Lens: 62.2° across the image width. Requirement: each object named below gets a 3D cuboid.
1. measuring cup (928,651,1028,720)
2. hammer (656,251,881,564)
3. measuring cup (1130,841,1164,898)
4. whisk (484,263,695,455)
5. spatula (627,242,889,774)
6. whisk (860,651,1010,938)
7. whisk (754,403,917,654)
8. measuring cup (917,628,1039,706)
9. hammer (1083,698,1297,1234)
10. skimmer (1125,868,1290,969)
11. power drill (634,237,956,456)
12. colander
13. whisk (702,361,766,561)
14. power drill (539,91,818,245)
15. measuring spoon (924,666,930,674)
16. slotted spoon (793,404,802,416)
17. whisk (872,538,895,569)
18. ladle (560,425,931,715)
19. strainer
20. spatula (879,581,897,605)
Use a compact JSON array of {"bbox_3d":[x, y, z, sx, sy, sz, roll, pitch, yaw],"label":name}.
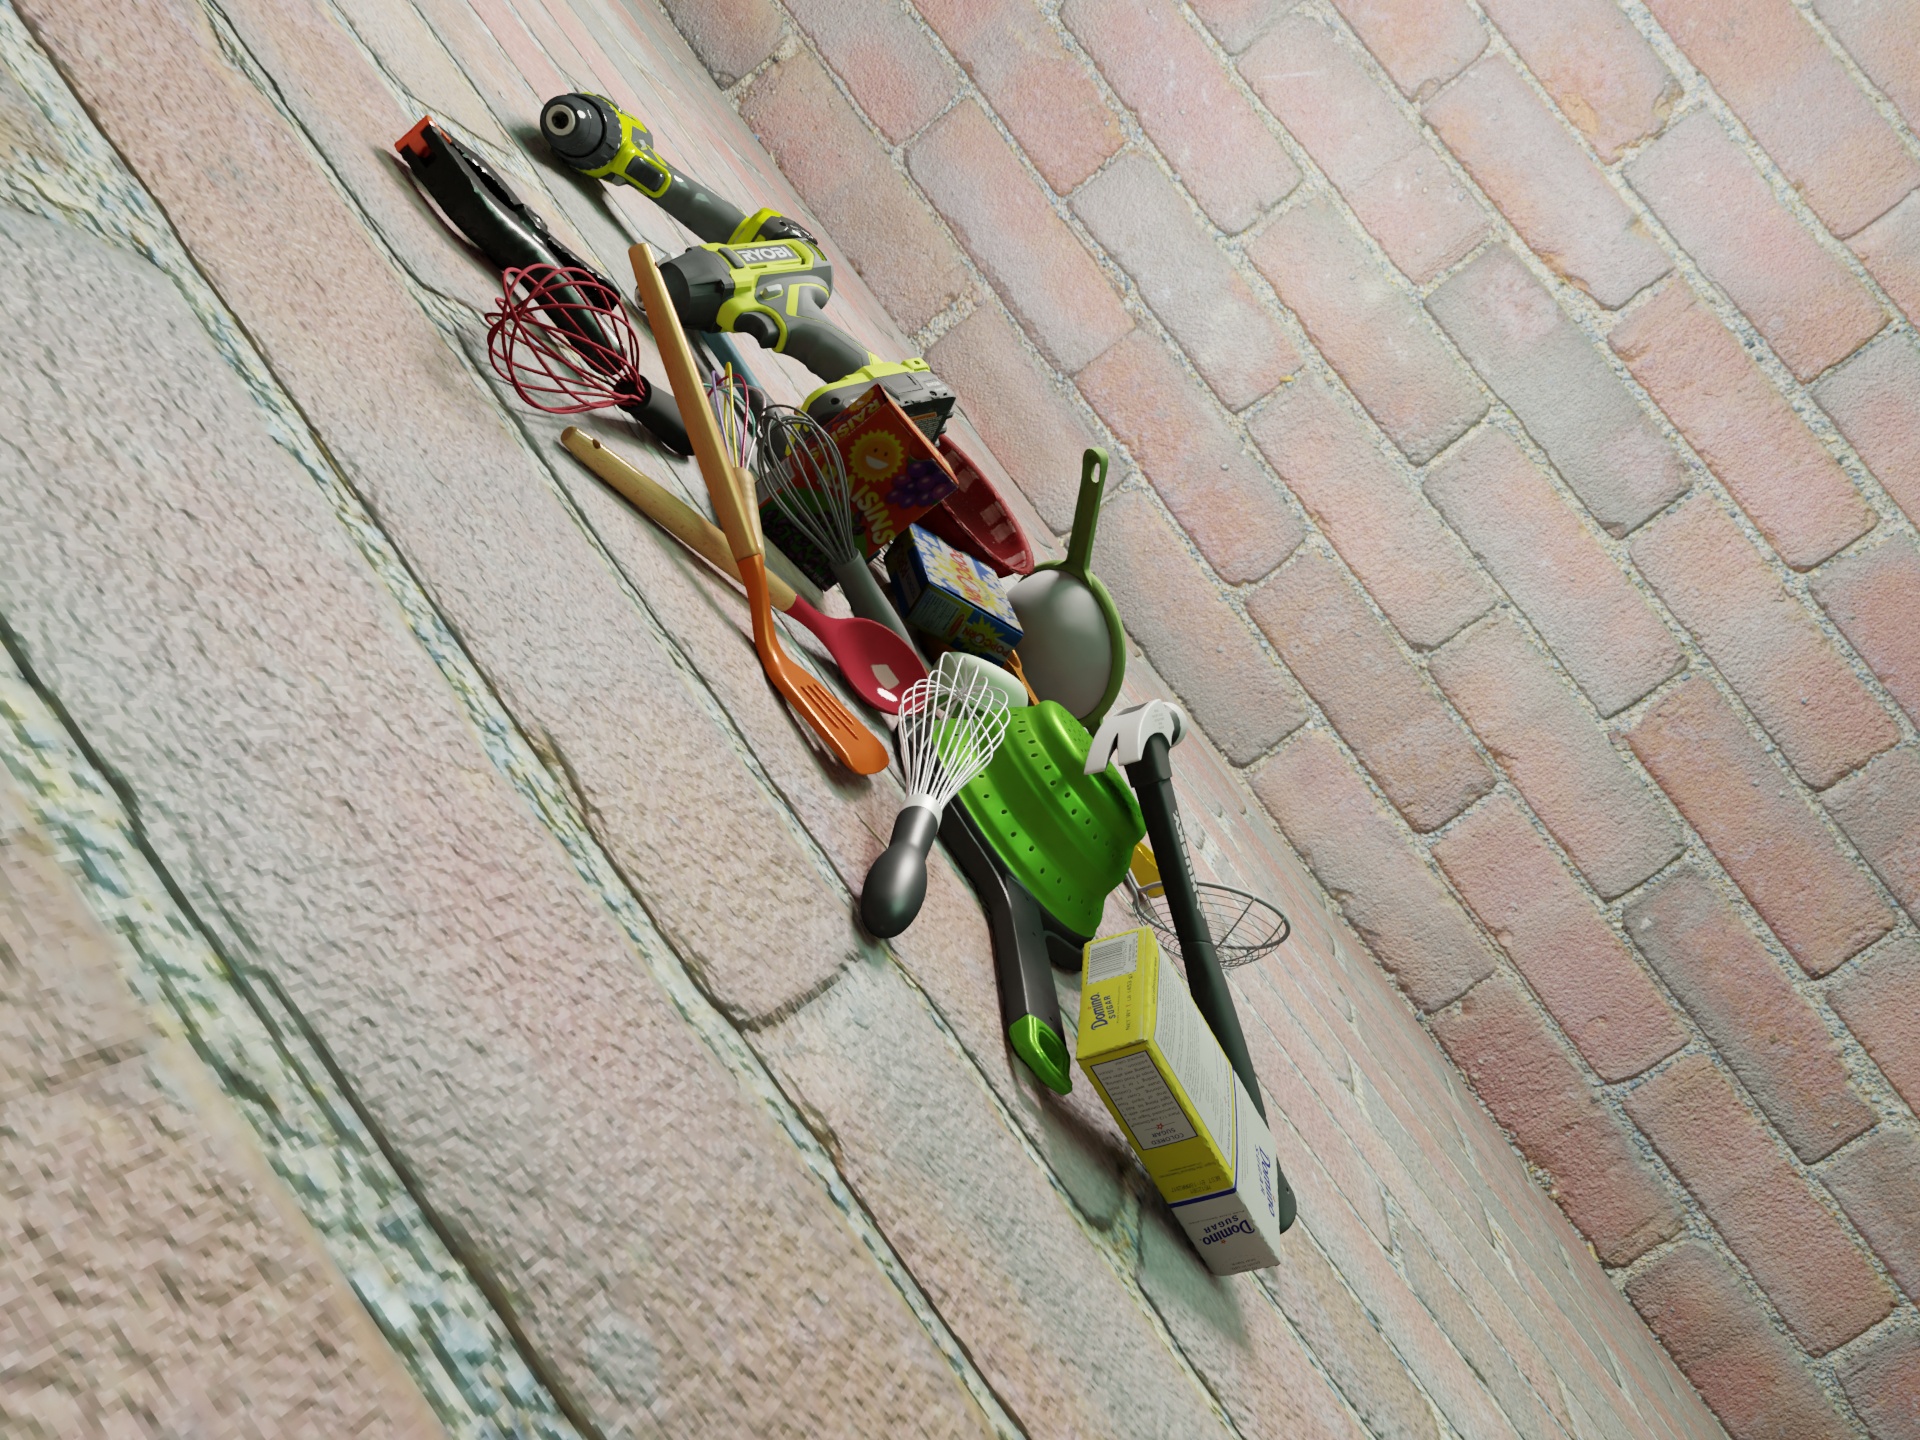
[{"bbox_3d":[0.032,-0.006,1.184,0.083,0.038,0.167,20,-10,32],"label":"measuring cup"},{"bbox_3d":[-0.157,-0.249,1.279,0.331,0.033,0.128,57,11,19],"label":"hammer"},{"bbox_3d":[0.126,0.098,1.408,0.156,0.029,0.062,43,9,14],"label":"measuring cup"},{"bbox_3d":[-0.192,-0.191,0.899,0.073,0.073,0.296,54,5,6],"label":"whisk"},{"bbox_3d":[-0.118,-0.116,0.887,0.081,0.041,0.322,-18,88,-78],"label":"spatula"},{"bbox_3d":[-0.017,0.039,0.858,0.070,0.070,0.285,50,22,-14],"label":"whisk"},{"bbox_3d":[-0.074,-0.107,1.053,0.055,0.055,0.238,-112,176,-53],"label":"whisk"},{"bbox_3d":[0.024,-0.028,1.291,0.174,0.052,0.095,59,12,21],"label":"measuring cup"},{"bbox_3d":[0.148,0.152,0.984,0.146,0.035,0.335,-9,83,-68],"label":"hammer"},{"bbox_3d":[0.127,0.061,1.333,0.363,0.090,0.127,53,-22,16],"label":"skimmer"},{"bbox_3d":[-0.125,-0.276,1.195,0.171,0.080,0.223,-22,61,-42],"label":"power drill"},{"bbox_3d":[0.060,0.085,0.965,0.204,0.094,0.397,49,11,-19],"label":"colander"},{"bbox_3d":[-0.150,-0.171,1.045,0.051,0.047,0.245,26,27,-28],"label":"whisk"},{"bbox_3d":[-0.240,-0.439,1.327,0.228,0.080,0.191,35,12,-6],"label":"power drill"},{"bbox_3d":[-0.002,-0.004,1.220,0.117,0.011,0.021,47,14,-9],"label":"measuring spoon"},{"bbox_3d":[-0.104,-0.225,1.345,0.070,0.031,0.314,59,-3,-29],"label":"slotted spoon"},{"bbox_3d":[-0.024,-0.117,1.405,0.246,0.058,0.059,46,47,-46],"label":"whisk"},{"bbox_3d":[-0.118,-0.082,0.935,0.315,0.031,0.069,38,36,-47],"label":"ladle"},{"bbox_3d":[0.077,-0.108,1.359,0.069,0.256,0.152,-13,35,-37],"label":"strainer"},{"bbox_3d":[-0.029,-0.119,1.302,0.060,0.018,0.316,67,21,-6],"label":"spatula"}]
